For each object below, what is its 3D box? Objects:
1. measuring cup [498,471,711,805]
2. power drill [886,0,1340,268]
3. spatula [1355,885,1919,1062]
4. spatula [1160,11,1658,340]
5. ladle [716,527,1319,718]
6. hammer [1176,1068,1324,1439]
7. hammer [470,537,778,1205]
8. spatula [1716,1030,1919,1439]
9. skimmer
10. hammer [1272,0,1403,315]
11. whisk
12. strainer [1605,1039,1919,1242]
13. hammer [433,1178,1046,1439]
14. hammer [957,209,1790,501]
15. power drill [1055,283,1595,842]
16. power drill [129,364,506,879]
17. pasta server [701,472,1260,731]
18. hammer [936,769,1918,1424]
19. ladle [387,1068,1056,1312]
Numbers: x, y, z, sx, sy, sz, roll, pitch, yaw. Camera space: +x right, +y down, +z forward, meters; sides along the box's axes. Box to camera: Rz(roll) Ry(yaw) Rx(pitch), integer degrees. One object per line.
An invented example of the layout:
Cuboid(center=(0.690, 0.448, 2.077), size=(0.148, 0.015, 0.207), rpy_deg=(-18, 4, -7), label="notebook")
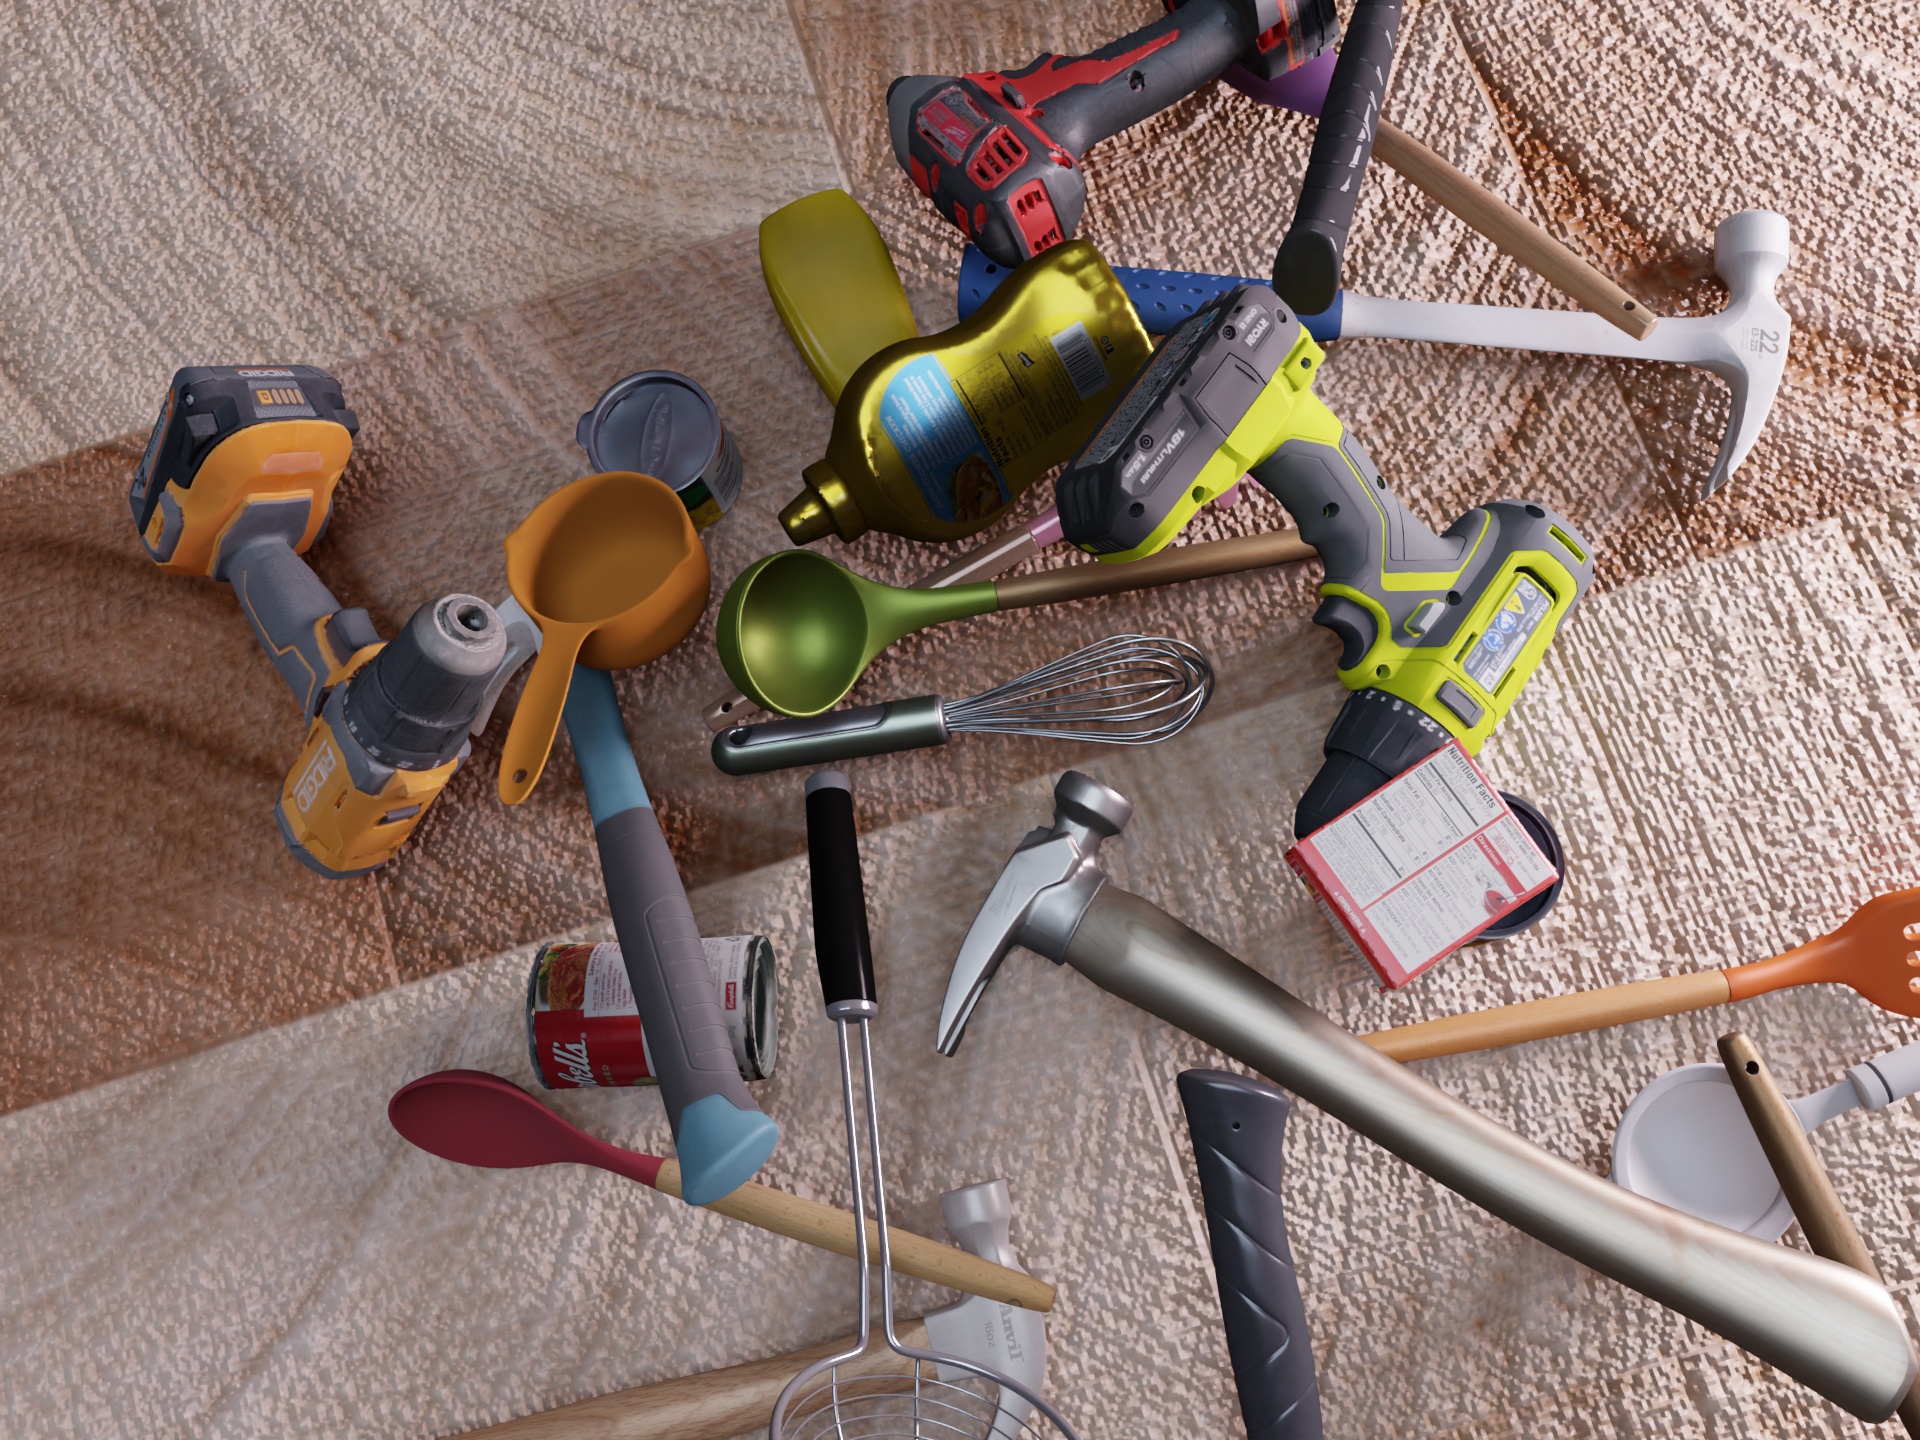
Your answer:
Cuboid(center=(-0.169, -0.030, 0.726), size=(0.095, 0.052, 0.174), rpy_deg=(5, 63, 15), label="measuring cup")
Cuboid(center=(0.067, -0.333, 0.802), size=(0.219, 0.078, 0.143), rpy_deg=(-37, 55, 0), label="power drill")
Cuboid(center=(0.320, 0.126, 0.710), size=(0.322, 0.041, 0.081), rpy_deg=(-11, 102, 4), label="spatula")
Cuboid(center=(0.221, -0.287, 0.798), size=(0.060, 0.018, 0.316), rpy_deg=(-40, 66, -6), label="spatula")
Cuboid(center=(0.044, -0.062, 0.751), size=(0.320, 0.062, 0.078), rpy_deg=(-10, 101, -7), label="ladle")
Cuboid(center=(0.138, 0.346, 0.648), size=(0.149, 0.036, 0.409), rpy_deg=(-10, 86, 5), label="hammer")
Cuboid(center=(-0.147, 0.056, 0.718), size=(0.128, 0.033, 0.331), rpy_deg=(-24, 57, -1), label="hammer")
Cuboid(center=(0.384, 0.276, 0.652), size=(0.082, 0.044, 0.317), rpy_deg=(-24, 83, 0), label="spatula")
Cuboid(center=(-0.027, 0.166, 0.657), size=(0.127, 0.090, 0.364), rpy_deg=(9, 54, -26), label="skimmer")
Cuboid(center=(0.205, -0.350, 0.769), size=(0.035, 0.146, 0.335), rpy_deg=(13, 78, 15), label="hammer")
Cuboid(center=(-0.001, -0.002, 0.764), size=(0.246, 0.059, 0.058), rpy_deg=(-9, 39, 7), label="whisk")
Cuboid(center=(0.382, 0.161, 0.683), size=(0.258, 0.050, 0.087), rpy_deg=(-25, 90, 6), label="strainer")
Cuboid(center=(-0.122, 0.312, 0.710), size=(0.331, 0.031, 0.130), rpy_deg=(-16, 76, 1), label="hammer")
Cuboid(center=(0.201, -0.197, 0.795), size=(0.405, 0.035, 0.144), rpy_deg=(6, 78, 6), label="hammer")
Cuboid(center=(0.158, -0.062, 0.716), size=(0.228, 0.080, 0.190), rpy_deg=(39, 81, -14), label="power drill")
Cuboid(center=(-0.296, -0.061, 0.742), size=(0.185, 0.084, 0.226), rpy_deg=(-42, 72, 40), label="power drill")
Cuboid(center=(0.013, -0.076, 0.790), size=(0.316, 0.040, 0.060), rpy_deg=(-30, 77, 2), label="pasta server")
Cuboid(center=(0.185, 0.176, 0.681), size=(0.411, 0.038, 0.146), rpy_deg=(28, 82, 20), label="hammer")
Cuboid(center=(-0.110, 0.210, 0.708), size=(0.315, 0.069, 0.031), rpy_deg=(13, 43, 14), label="ladle")
